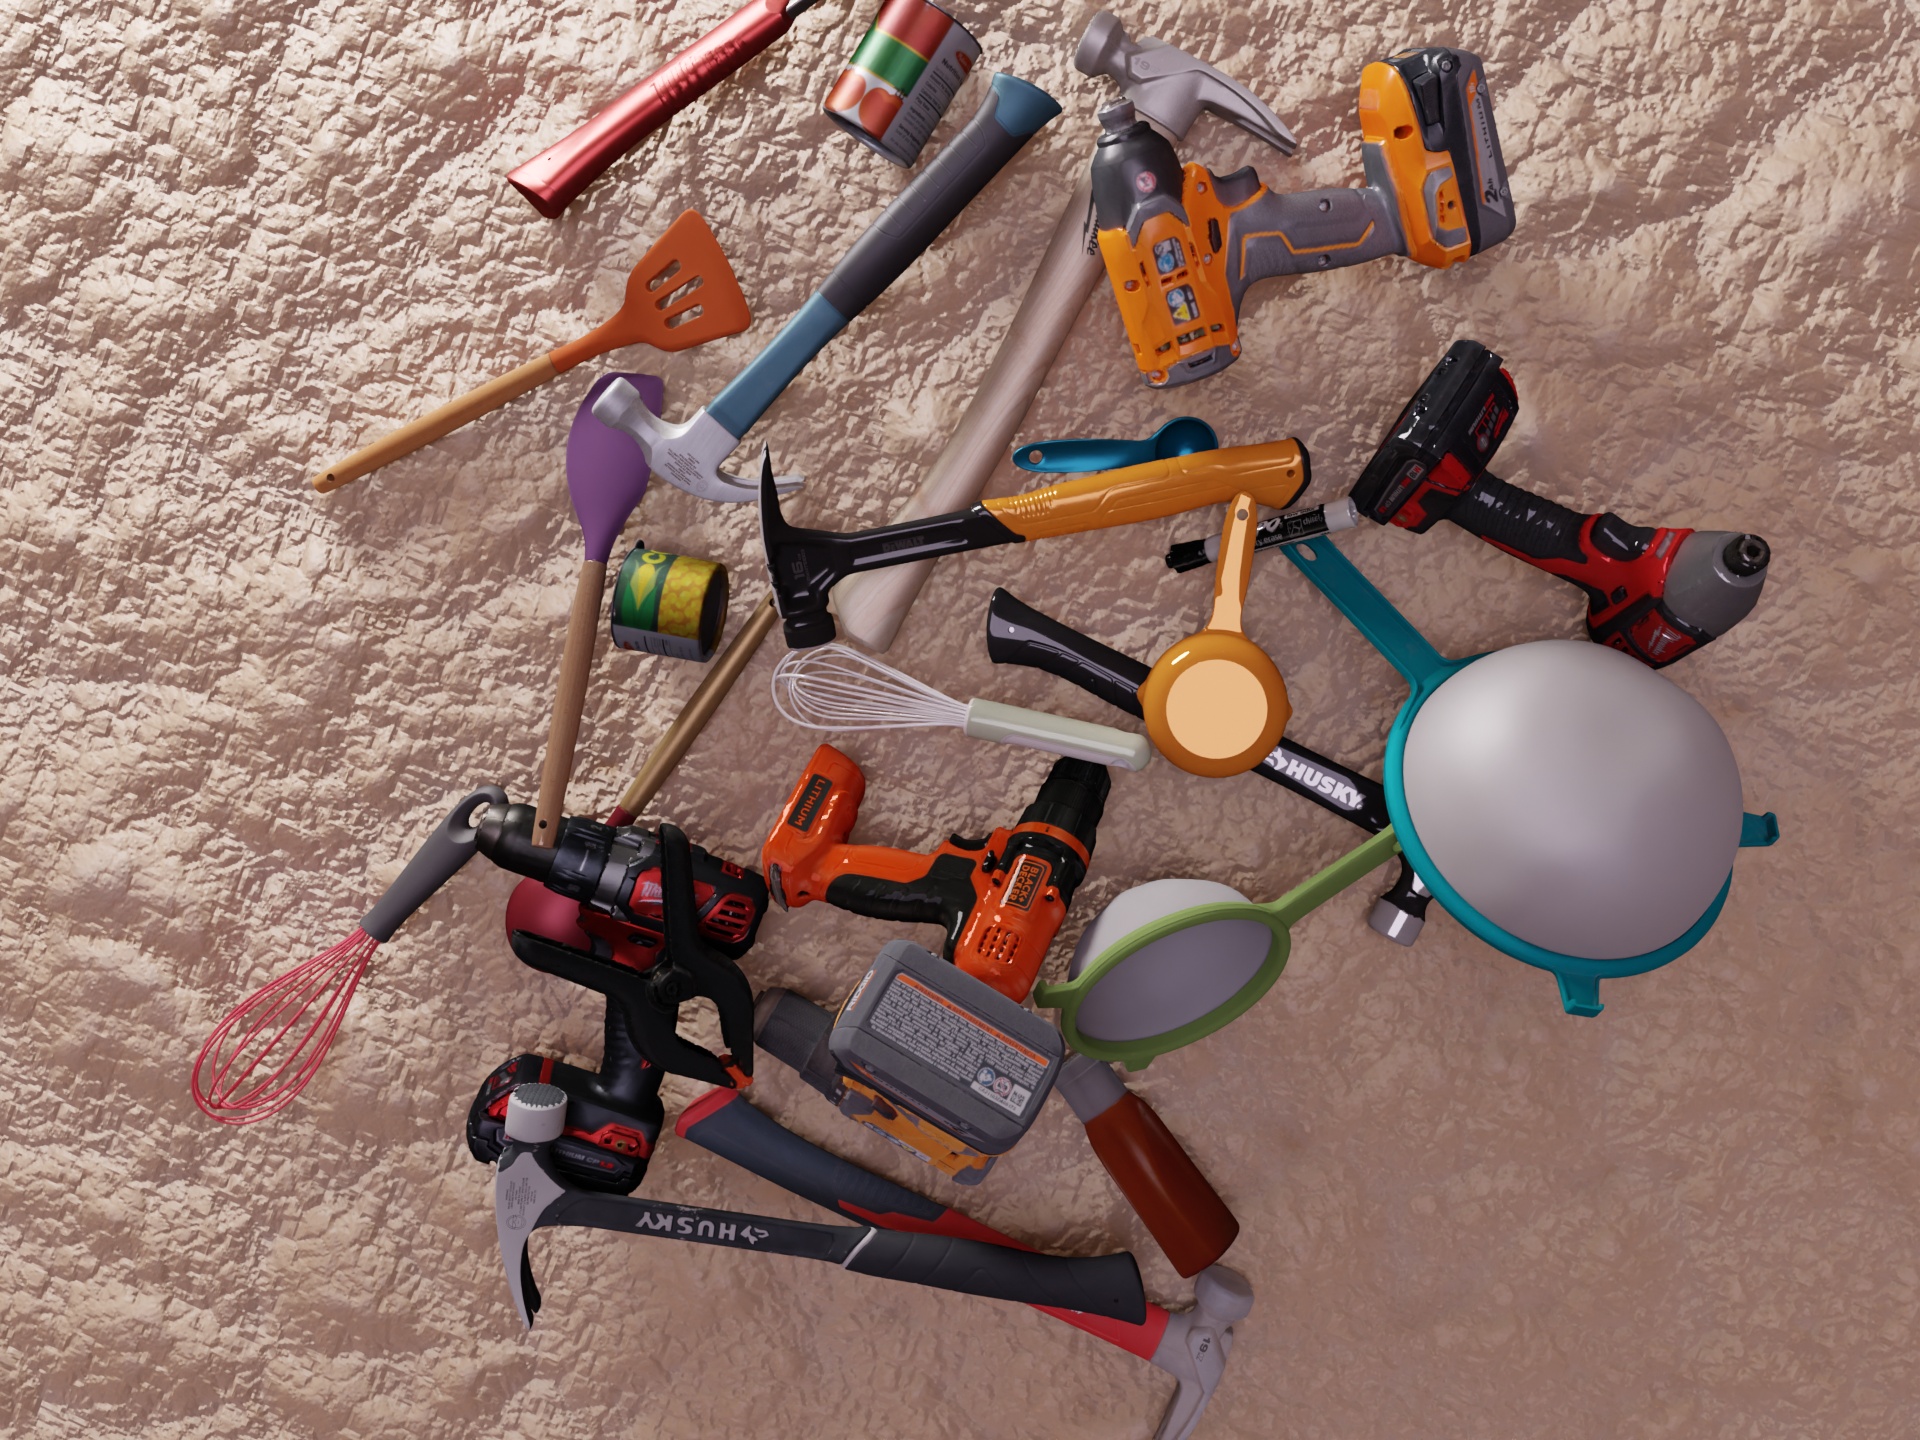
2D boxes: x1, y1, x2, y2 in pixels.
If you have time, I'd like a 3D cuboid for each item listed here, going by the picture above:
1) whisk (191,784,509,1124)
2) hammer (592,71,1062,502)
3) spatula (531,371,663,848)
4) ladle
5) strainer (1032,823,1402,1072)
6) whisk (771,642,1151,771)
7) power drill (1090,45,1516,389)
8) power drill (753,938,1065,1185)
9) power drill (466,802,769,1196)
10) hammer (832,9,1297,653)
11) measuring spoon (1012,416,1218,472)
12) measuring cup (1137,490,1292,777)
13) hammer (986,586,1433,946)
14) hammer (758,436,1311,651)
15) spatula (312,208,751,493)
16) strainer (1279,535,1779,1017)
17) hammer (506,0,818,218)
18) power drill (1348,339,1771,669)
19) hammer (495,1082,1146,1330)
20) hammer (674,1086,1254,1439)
[{"bbox_3d":[-0.406,0.156,1.067,0.073,0.073,0.296,42,91,2],"label":"whisk"},{"bbox_3d":[-0.069,-0.265,0.975,0.331,0.033,0.128,-44,110,11],"label":"hammer"},{"bbox_3d":[-0.238,-0.075,1.005,0.060,0.018,0.316,5,77,7],"label":"spatula"},{"bbox_3d":[-0.203,0.039,1.048,0.069,0.031,0.315,35,96,-3],"label":"ladle"},{"bbox_3d":[0.164,0.110,0.968,0.256,0.151,0.069,-35,50,10],"label":"strainer"},{"bbox_3d":[-0.002,-0.003,0.996,0.246,0.057,0.059,12,72,11],"label":"whisk"},{"bbox_3d":[0.188,-0.307,0.919,0.226,0.084,0.164,-22,113,1],"label":"power drill"},{"bbox_3d":[-0.042,0.200,0.950,0.185,0.226,0.084,30,66,3],"label":"power drill"},{"bbox_3d":[-0.244,0.171,1.018,0.187,0.080,0.226,21,94,-13],"label":"power drill"},{"bbox_3d":[0.047,-0.221,0.994,0.146,0.038,0.410,30,97,2],"label":"hammer"},{"bbox_3d":[0.095,-0.168,0.989,0.128,0.021,0.042,-3,112,-3],"label":"measuring spoon"},{"bbox_3d":[0.158,-0.050,0.948,0.095,0.052,0.173,8,98,7],"label":"measuring cup"},{"bbox_3d":[0.166,0.002,0.997,0.335,0.035,0.146,27,98,4],"label":"hammer"},{"bbox_3d":[0.046,-0.133,0.967,0.337,0.034,0.127,-11,114,-2],"label":"hammer"},{"bbox_3d":[-0.286,-0.221,1.030,0.322,0.041,0.081,-25,99,9],"label":"spatula"},{"bbox_3d":[0.315,-0.016,0.913,0.211,0.095,0.340,-34,73,-23],"label":"strainer"},{"bbox_3d":[-0.132,-0.429,0.981,0.359,0.036,0.149,-29,51,16],"label":"hammer"},{"bbox_3d":[0.347,-0.116,0.911,0.220,0.143,0.078,33,77,5],"label":"power drill"},{"bbox_3d":[-0.084,0.328,0.983,0.409,0.036,0.149,10,100,-3],"label":"hammer"},{"bbox_3d":[-0.014,0.352,1.043,0.386,0.038,0.143,24,98,4],"label":"hammer"}]
